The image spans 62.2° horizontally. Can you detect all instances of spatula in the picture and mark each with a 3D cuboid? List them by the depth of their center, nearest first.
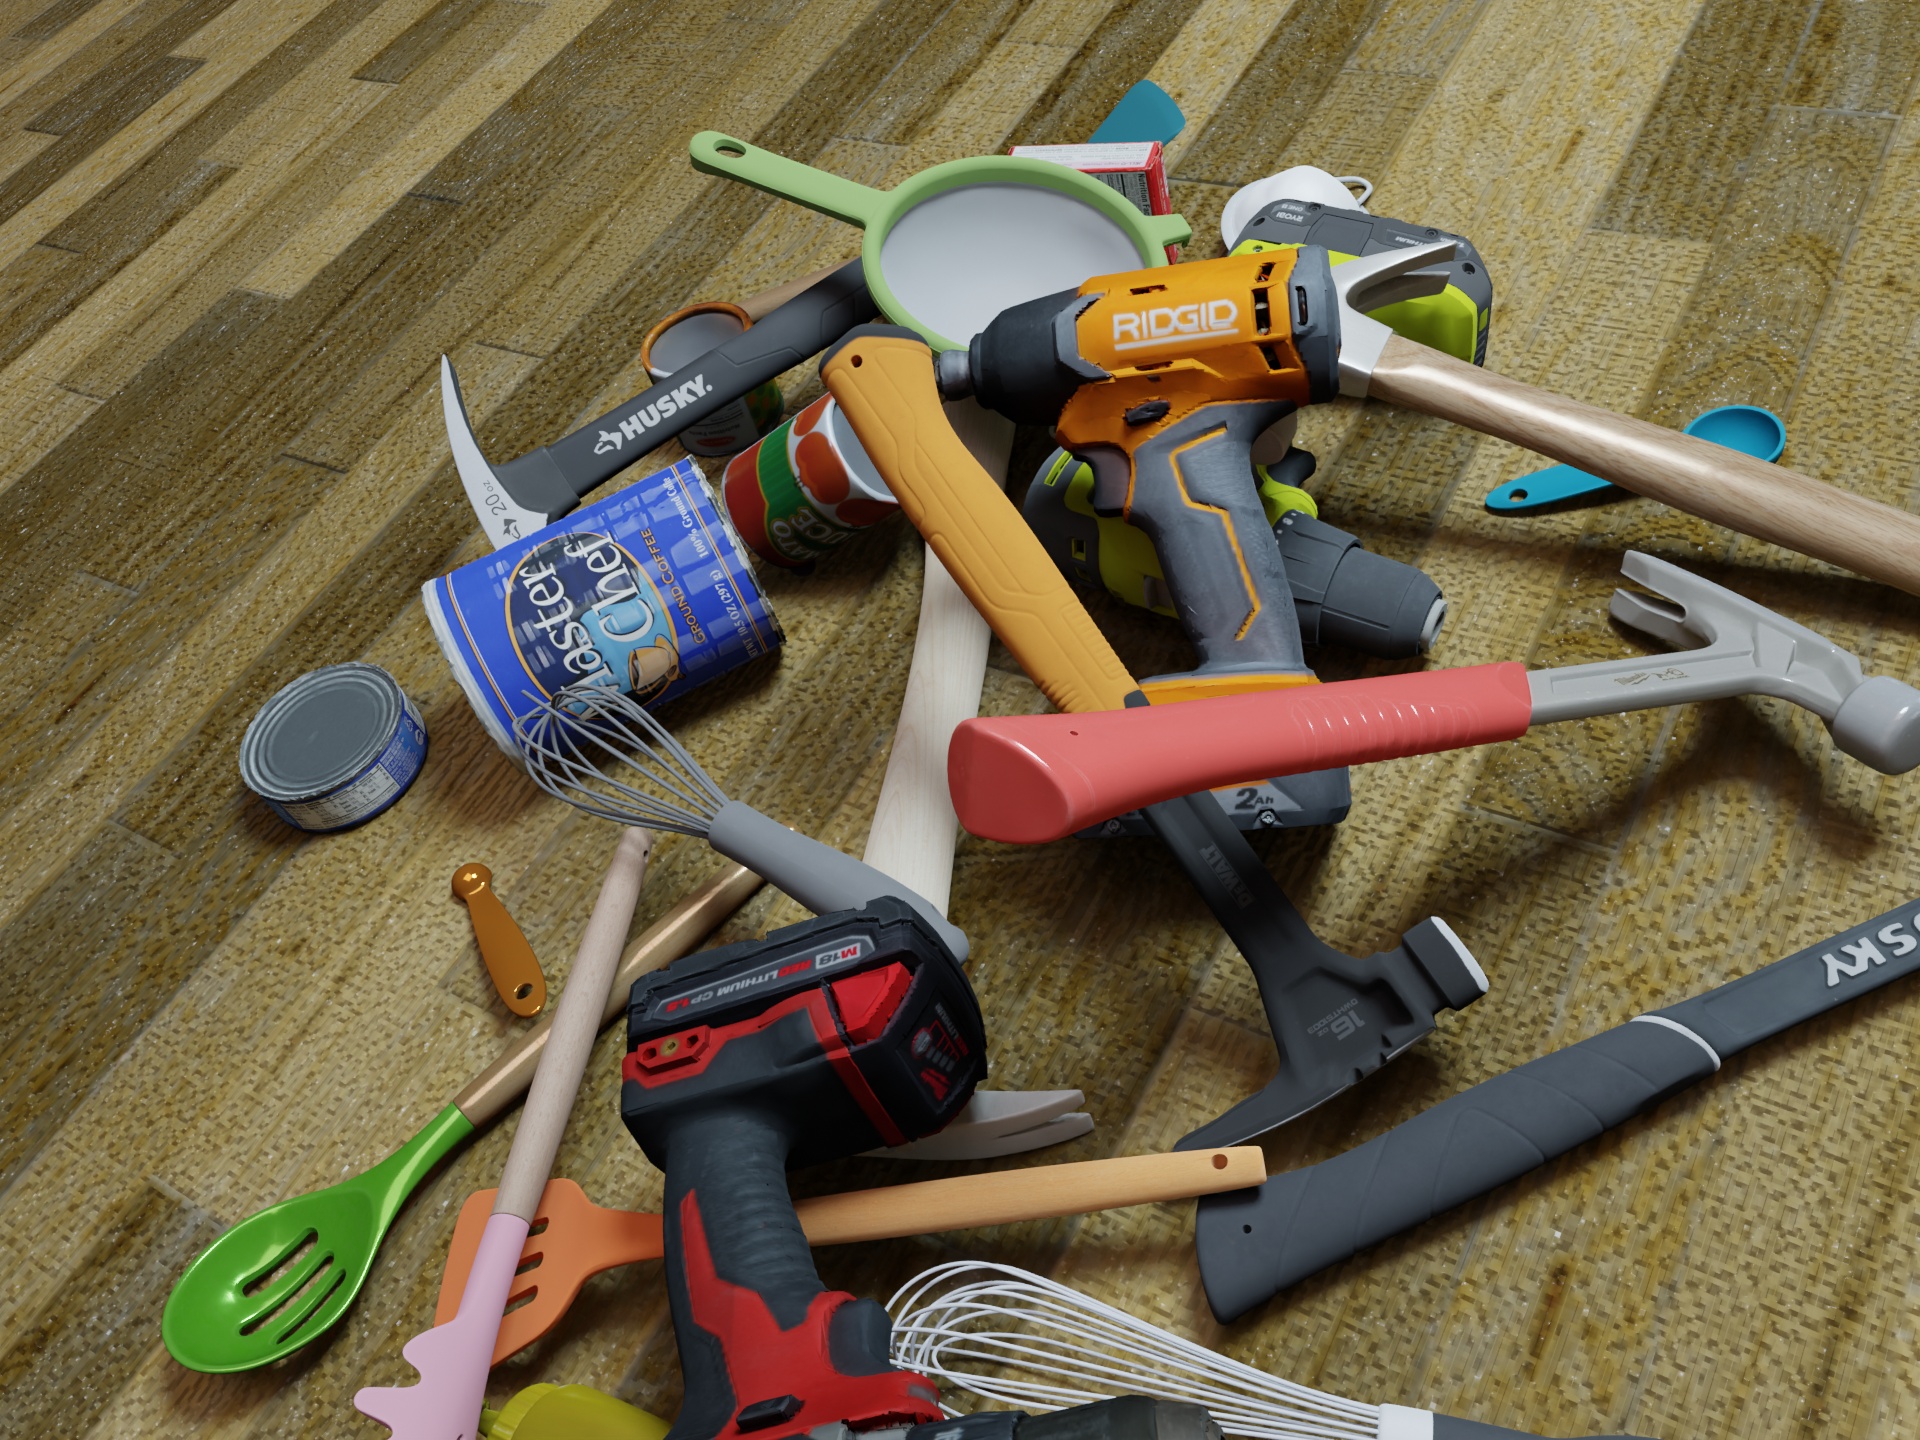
[{"bbox_3d":[-0.051,0.184,0.572,0.322,0.041,0.081,-10,49,10],"label":"spatula"},{"bbox_3d":[-0.019,-0.296,0.953,0.317,0.044,0.082,-21,42,2],"label":"spatula"}]

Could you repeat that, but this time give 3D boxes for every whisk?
[{"bbox_3d":[0.105,0.221,0.497,0.284,0.070,0.070,5,54,14],"label":"whisk"},{"bbox_3d":[-0.095,0.042,0.651,0.239,0.055,0.055,26,63,26],"label":"whisk"}]

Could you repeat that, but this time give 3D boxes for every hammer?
[{"bbox_3d":[0.267,0.109,0.549,0.409,0.036,0.149,-24,50,-3],"label":"hammer"},{"bbox_3d":[0.160,-0.008,0.552,0.359,0.036,0.149,-7,29,-24],"label":"hammer"},{"bbox_3d":[0.042,-0.007,0.592,0.127,0.034,0.337,-36,78,10],"label":"hammer"},{"bbox_3d":[0.286,-0.113,0.669,0.331,0.031,0.130,24,67,14],"label":"hammer"},{"bbox_3d":[-0.001,-0.002,0.717,0.146,0.038,0.411,-2,52,13],"label":"hammer"},{"bbox_3d":[-0.112,-0.196,0.838,0.335,0.146,0.035,-34,7,-8],"label":"hammer"}]

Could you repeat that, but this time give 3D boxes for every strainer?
[{"bbox_3d":[-0.023,-0.229,0.807,0.256,0.069,0.151,24,58,11],"label":"strainer"},{"bbox_3d":[0.140,-0.233,0.859,0.258,0.050,0.087,-43,68,-14],"label":"strainer"}]

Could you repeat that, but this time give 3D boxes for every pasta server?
[{"bbox_3d":[-0.168,0.162,0.596,0.040,0.060,0.316,1,45,8],"label":"pasta server"}]

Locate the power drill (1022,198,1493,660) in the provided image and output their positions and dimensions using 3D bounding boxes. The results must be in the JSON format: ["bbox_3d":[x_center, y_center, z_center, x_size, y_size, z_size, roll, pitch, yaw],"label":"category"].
[{"bbox_3d":[0.162,-0.133,0.748,0.191,0.080,0.228,21,63,24],"label":"power drill"}]

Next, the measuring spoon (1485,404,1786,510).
[{"bbox_3d":[0.307,-0.111,0.728,0.128,0.021,0.042,-13,49,18],"label":"measuring spoon"}]

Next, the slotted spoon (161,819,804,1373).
[{"bbox_3d":[-0.183,0.147,0.658,0.314,0.031,0.070,-41,50,-19],"label":"slotted spoon"}]

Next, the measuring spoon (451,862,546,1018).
[{"bbox_3d":[-0.205,0.094,0.702,0.021,0.011,0.117,-33,39,-12],"label":"measuring spoon"}]

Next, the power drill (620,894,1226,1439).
[{"bbox_3d":[-0.025,0.164,0.478,0.188,0.080,0.227,-18,40,10],"label":"power drill"}]

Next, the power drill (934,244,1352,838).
[{"bbox_3d":[0.076,-0.069,0.643,0.164,0.084,0.226,-4,89,13],"label":"power drill"}]
